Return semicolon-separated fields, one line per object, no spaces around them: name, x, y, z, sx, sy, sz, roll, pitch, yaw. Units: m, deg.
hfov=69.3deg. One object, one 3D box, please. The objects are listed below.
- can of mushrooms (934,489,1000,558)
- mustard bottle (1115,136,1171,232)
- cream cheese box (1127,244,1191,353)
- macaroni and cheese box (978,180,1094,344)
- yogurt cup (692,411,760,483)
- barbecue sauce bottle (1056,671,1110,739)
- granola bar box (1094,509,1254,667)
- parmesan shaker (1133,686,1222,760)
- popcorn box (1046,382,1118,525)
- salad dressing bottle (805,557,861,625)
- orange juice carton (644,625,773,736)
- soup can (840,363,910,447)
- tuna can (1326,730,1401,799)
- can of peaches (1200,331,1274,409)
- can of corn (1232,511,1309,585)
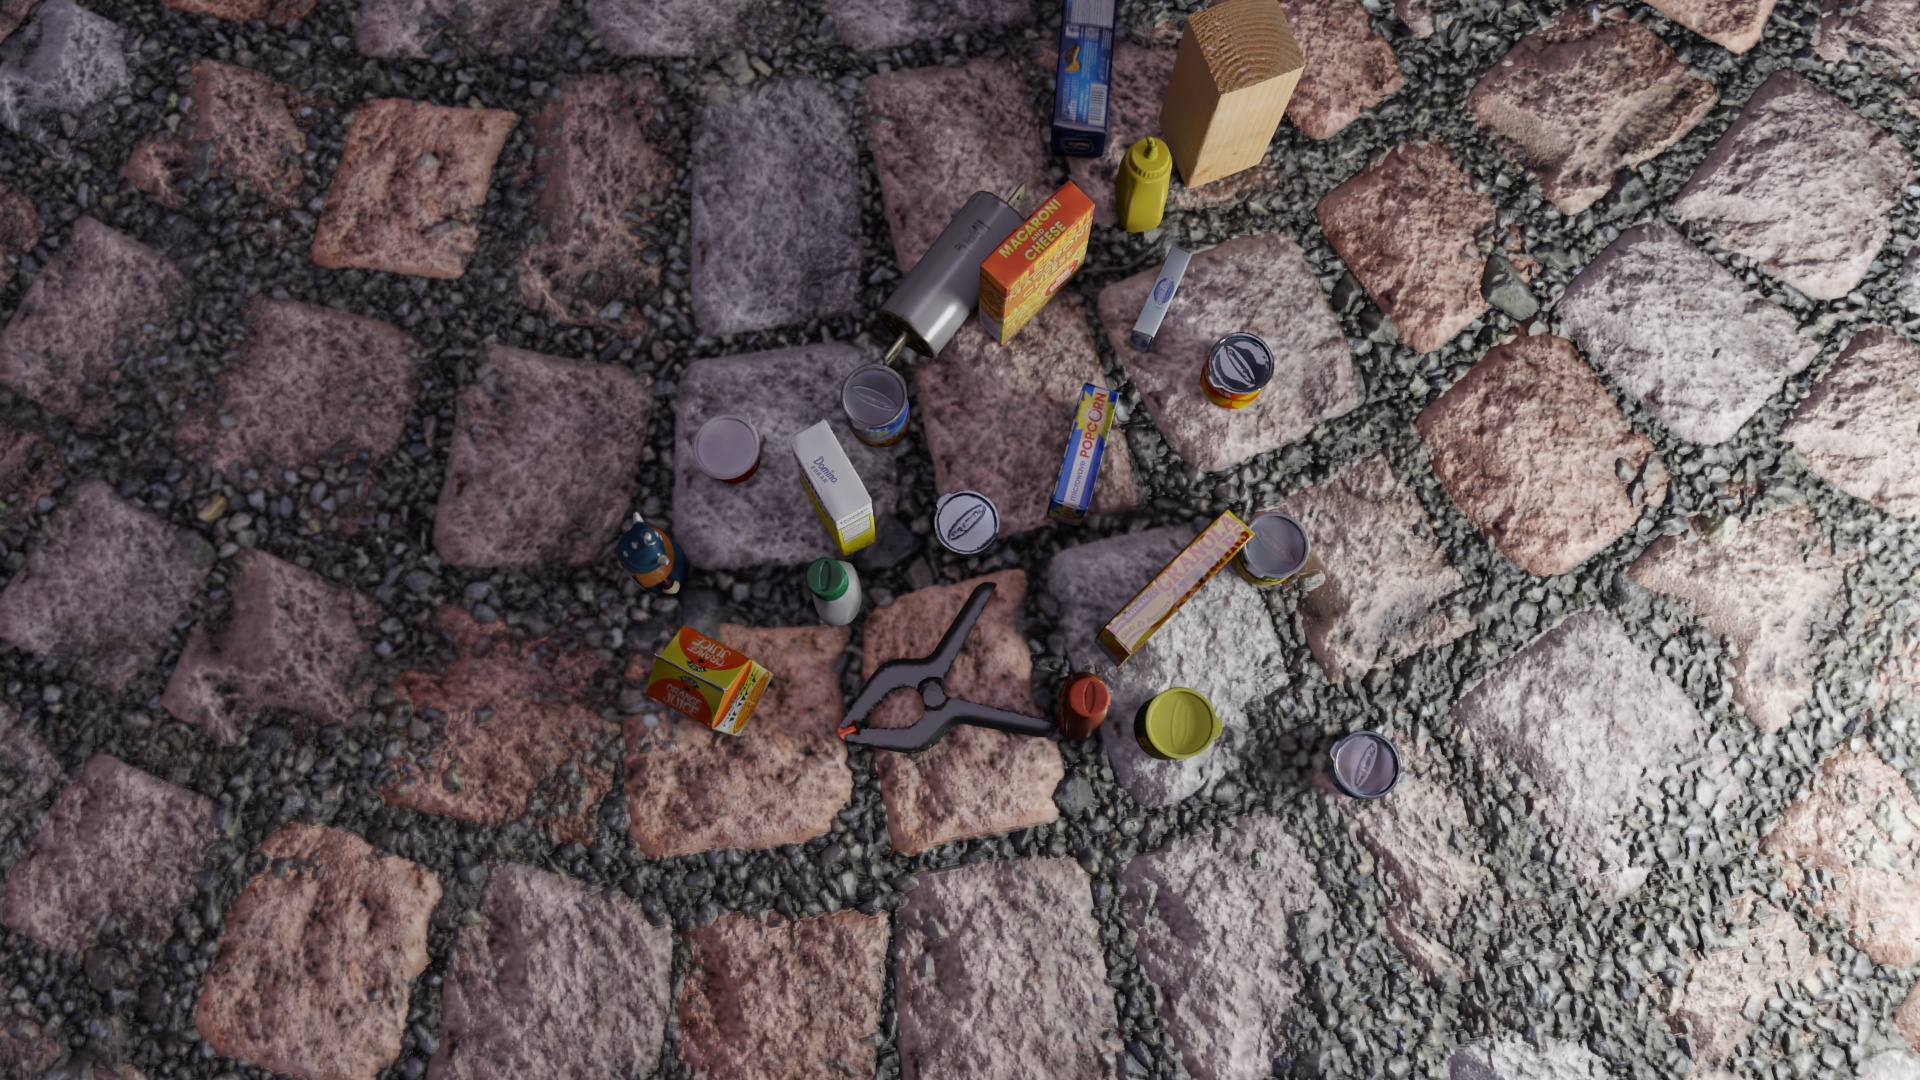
can of mushrooms;0.005;-0.018;1.410;0.071;0.033;0.071;0;79;0
mustard bottle;0.188;-0.370;1.416;0.049;0.160;0.065;-7;79;-1
cream cheese box;0.207;-0.251;1.446;0.024;0.053;0.104;25;80;5
macaroni and cheese box;0.073;-0.275;1.394;0.040;0.166;0.124;44;83;8
yogurt cup;-0.235;-0.090;1.416;0.072;0.054;0.072;0;79;0
barbecue sauce bottle;0.117;0.154;1.316;0.044;0.148;0.065;5;79;2
granola bar box;0.204;0.048;1.349;0.166;0.124;0.039;-43;82;-7
parmesan shaker;0.207;0.179;1.334;0.071;0.103;0.071;0;79;0
popcorn box;0.122;-0.085;1.397;0.038;0.085;0.127;15;79;3
salad dressing bottle;-0.123;0.046;1.340;0.044;0.147;0.064;4;79;1
orange juice carton;-0.235;0.132;1.300;0.072;0.192;0.073;27;81;5
soup can;-0.086;-0.133;1.408;0.071;0.083;0.071;0;79;0
tuna can;0.392;0.219;1.360;0.071;0.032;0.071;0;79;0
can of peaches;0.281;-0.173;1.427;0.071;0.058;0.071;0;79;0
can of corn;0.308;0.011;1.390;0.071;0.058;0.071;0;79;0
